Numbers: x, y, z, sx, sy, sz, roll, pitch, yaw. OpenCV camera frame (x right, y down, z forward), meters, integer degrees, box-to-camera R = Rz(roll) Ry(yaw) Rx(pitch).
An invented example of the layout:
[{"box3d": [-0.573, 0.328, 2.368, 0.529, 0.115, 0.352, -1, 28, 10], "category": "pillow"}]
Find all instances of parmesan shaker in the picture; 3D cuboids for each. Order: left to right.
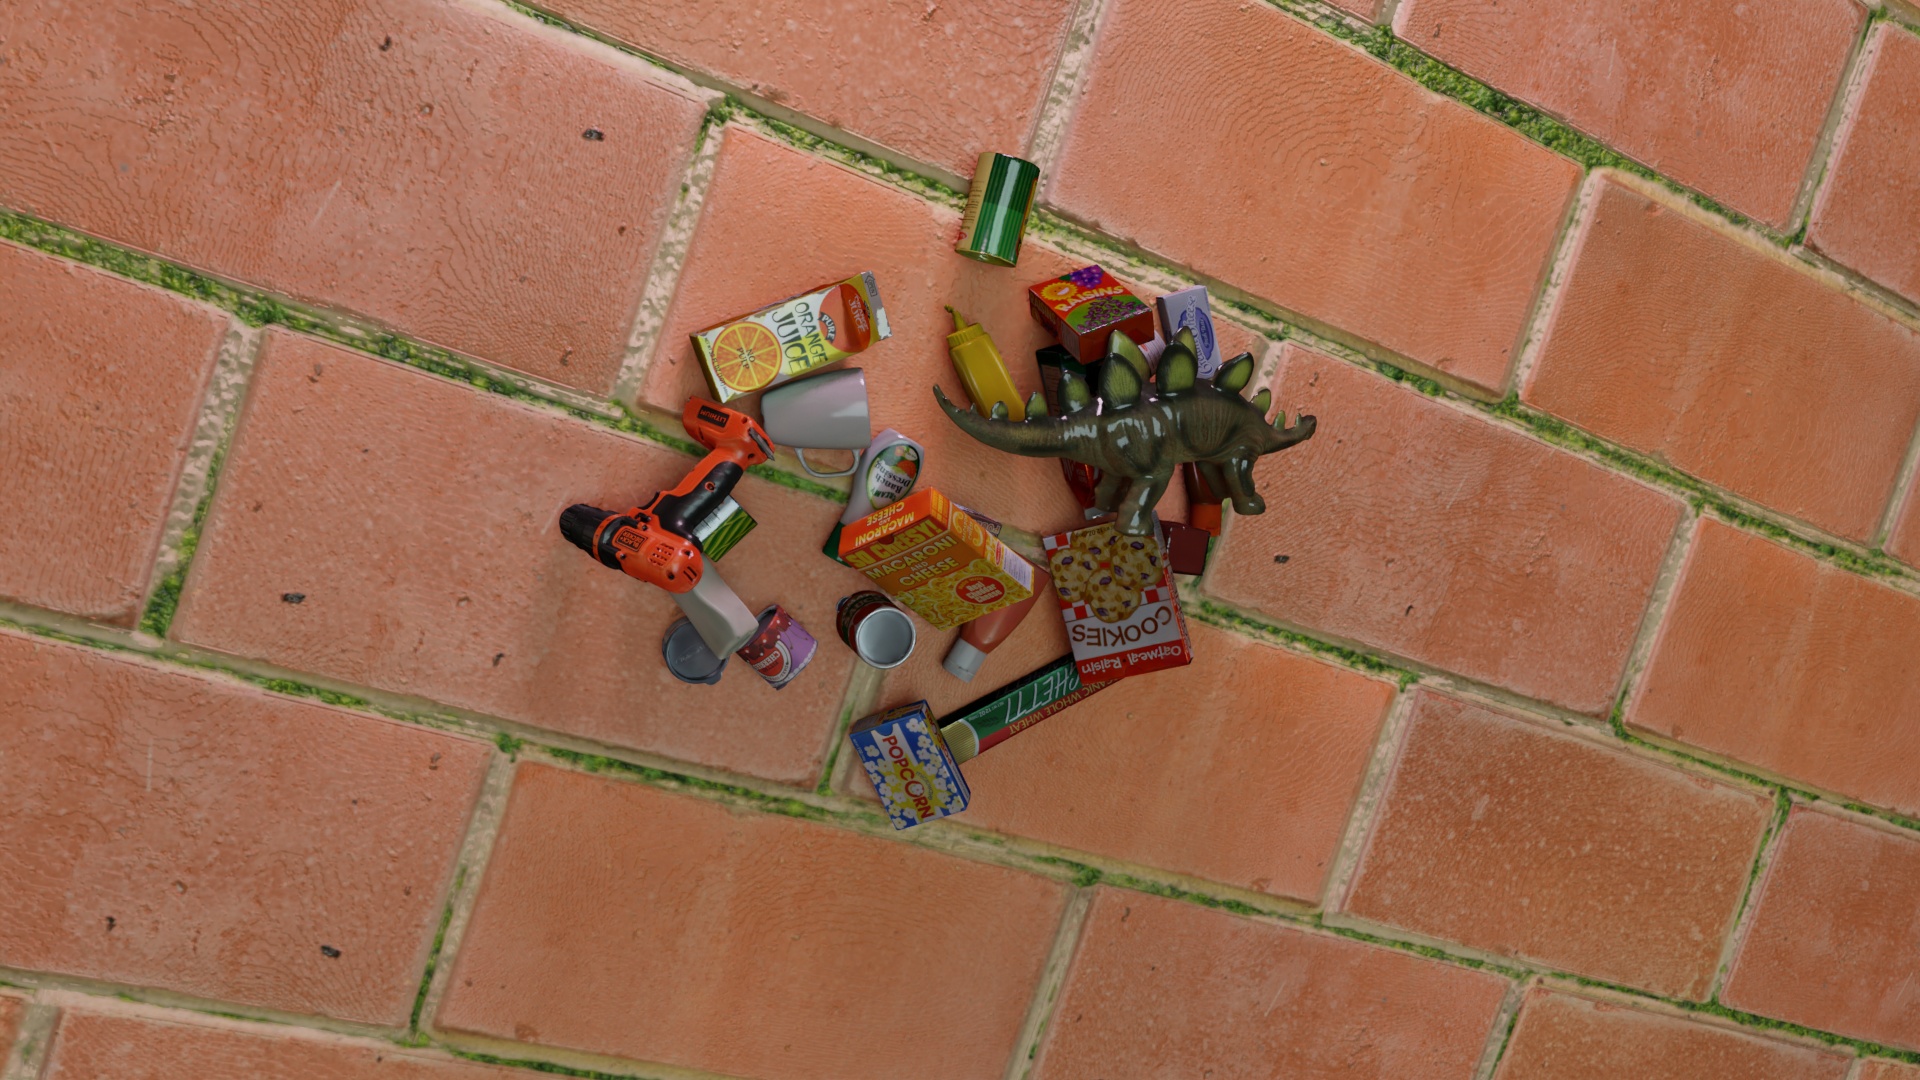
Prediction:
[{"box3d": [0.039, -0.338, 1.423, 0.071, 0.071, 0.103, 13, 95, -20], "category": "parmesan shaker"}]

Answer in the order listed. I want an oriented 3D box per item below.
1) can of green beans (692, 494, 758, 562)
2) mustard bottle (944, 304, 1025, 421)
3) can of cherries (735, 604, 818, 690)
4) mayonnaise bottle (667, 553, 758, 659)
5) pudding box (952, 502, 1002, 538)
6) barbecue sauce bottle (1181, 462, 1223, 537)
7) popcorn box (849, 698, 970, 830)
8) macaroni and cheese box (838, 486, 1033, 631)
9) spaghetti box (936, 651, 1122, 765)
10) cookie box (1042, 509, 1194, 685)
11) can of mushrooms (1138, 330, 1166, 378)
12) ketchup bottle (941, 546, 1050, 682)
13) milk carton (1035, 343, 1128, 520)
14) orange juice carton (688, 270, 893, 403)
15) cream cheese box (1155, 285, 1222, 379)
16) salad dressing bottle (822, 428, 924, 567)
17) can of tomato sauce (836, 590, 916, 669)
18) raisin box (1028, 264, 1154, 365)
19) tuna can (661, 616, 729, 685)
[{"box3d": [-0.245, -0.021, 1.385, 0.058, 0.071, 0.071, -44, 109, -6], "category": "can of green beans"}, {"box3d": [0.023, -0.175, 1.450, 0.049, 0.065, 0.160, -27, 102, -8], "category": "mustard bottle"}, {"box3d": [-0.190, 0.109, 1.422, 0.071, 0.071, 0.058, -46, 109, -6], "category": "can of cherries"}, {"box3d": [-0.262, 0.044, 1.375, 0.041, 0.064, 0.148, -32, 81, -41], "category": "mayonnaise bottle"}, {"box3d": [0.005, -0.018, 1.458, 0.049, 0.084, 0.030, 20, 93, -20], "category": "pudding box"}, {"box3d": [0.278, -0.079, 1.559, 0.065, 0.044, 0.148, -2, 100, -20], "category": "barbecue sauce bottle"}, {"box3d": [-0.053, 0.241, 1.487, 0.085, 0.038, 0.126, -19, 107, 17], "category": "popcorn box"}, {"box3d": [-0.023, 0.023, 1.416, 0.166, 0.123, 0.040, 38, 41, -37], "category": "macaroni and cheese box"}, {"box3d": [0.074, 0.179, 1.542, 0.251, 0.029, 0.050, -26, 107, -12], "category": "spaghetti box"}, {"box3d": [0.170, 0.062, 1.497, 0.123, 0.040, 0.167, -14, 91, 21], "category": "cookie box"}, {"box3d": [0.188, -0.205, 1.497, 0.033, 0.071, 0.071, -44, 109, -18], "category": "can of mushrooms"}, {"box3d": [0.034, 0.083, 1.505, 0.064, 0.043, 0.149, 33, 88, -13], "category": "ketchup bottle"}, {"box3d": [0.146, -0.120, 1.493, 0.072, 0.073, 0.190, -18, 104, -15], "category": "milk carton"}, {"box3d": [-0.164, -0.203, 1.378, 0.193, 0.073, 0.071, -23, 105, -14], "category": "orange juice carton"}, {"box3d": [0.255, -0.226, 1.537, 0.053, 0.024, 0.103, -19, 104, -14], "category": "cream cheese box"}, {"box3d": [-0.092, -0.043, 1.443, 0.064, 0.044, 0.147, 29, 91, -28], "category": "salad dressing bottle"}, {"box3d": [-0.089, 0.091, 1.445, 0.071, 0.083, 0.071, -3, 100, -18], "category": "can of tomato sauce"}, {"box3d": [0.135, -0.236, 1.443, 0.086, 0.124, 0.039, -21, 130, -13], "category": "raisin box"}, {"box3d": [-0.269, 0.112, 1.416, 0.071, 0.033, 0.071, -3, 100, -18], "category": "tuna can"}]
